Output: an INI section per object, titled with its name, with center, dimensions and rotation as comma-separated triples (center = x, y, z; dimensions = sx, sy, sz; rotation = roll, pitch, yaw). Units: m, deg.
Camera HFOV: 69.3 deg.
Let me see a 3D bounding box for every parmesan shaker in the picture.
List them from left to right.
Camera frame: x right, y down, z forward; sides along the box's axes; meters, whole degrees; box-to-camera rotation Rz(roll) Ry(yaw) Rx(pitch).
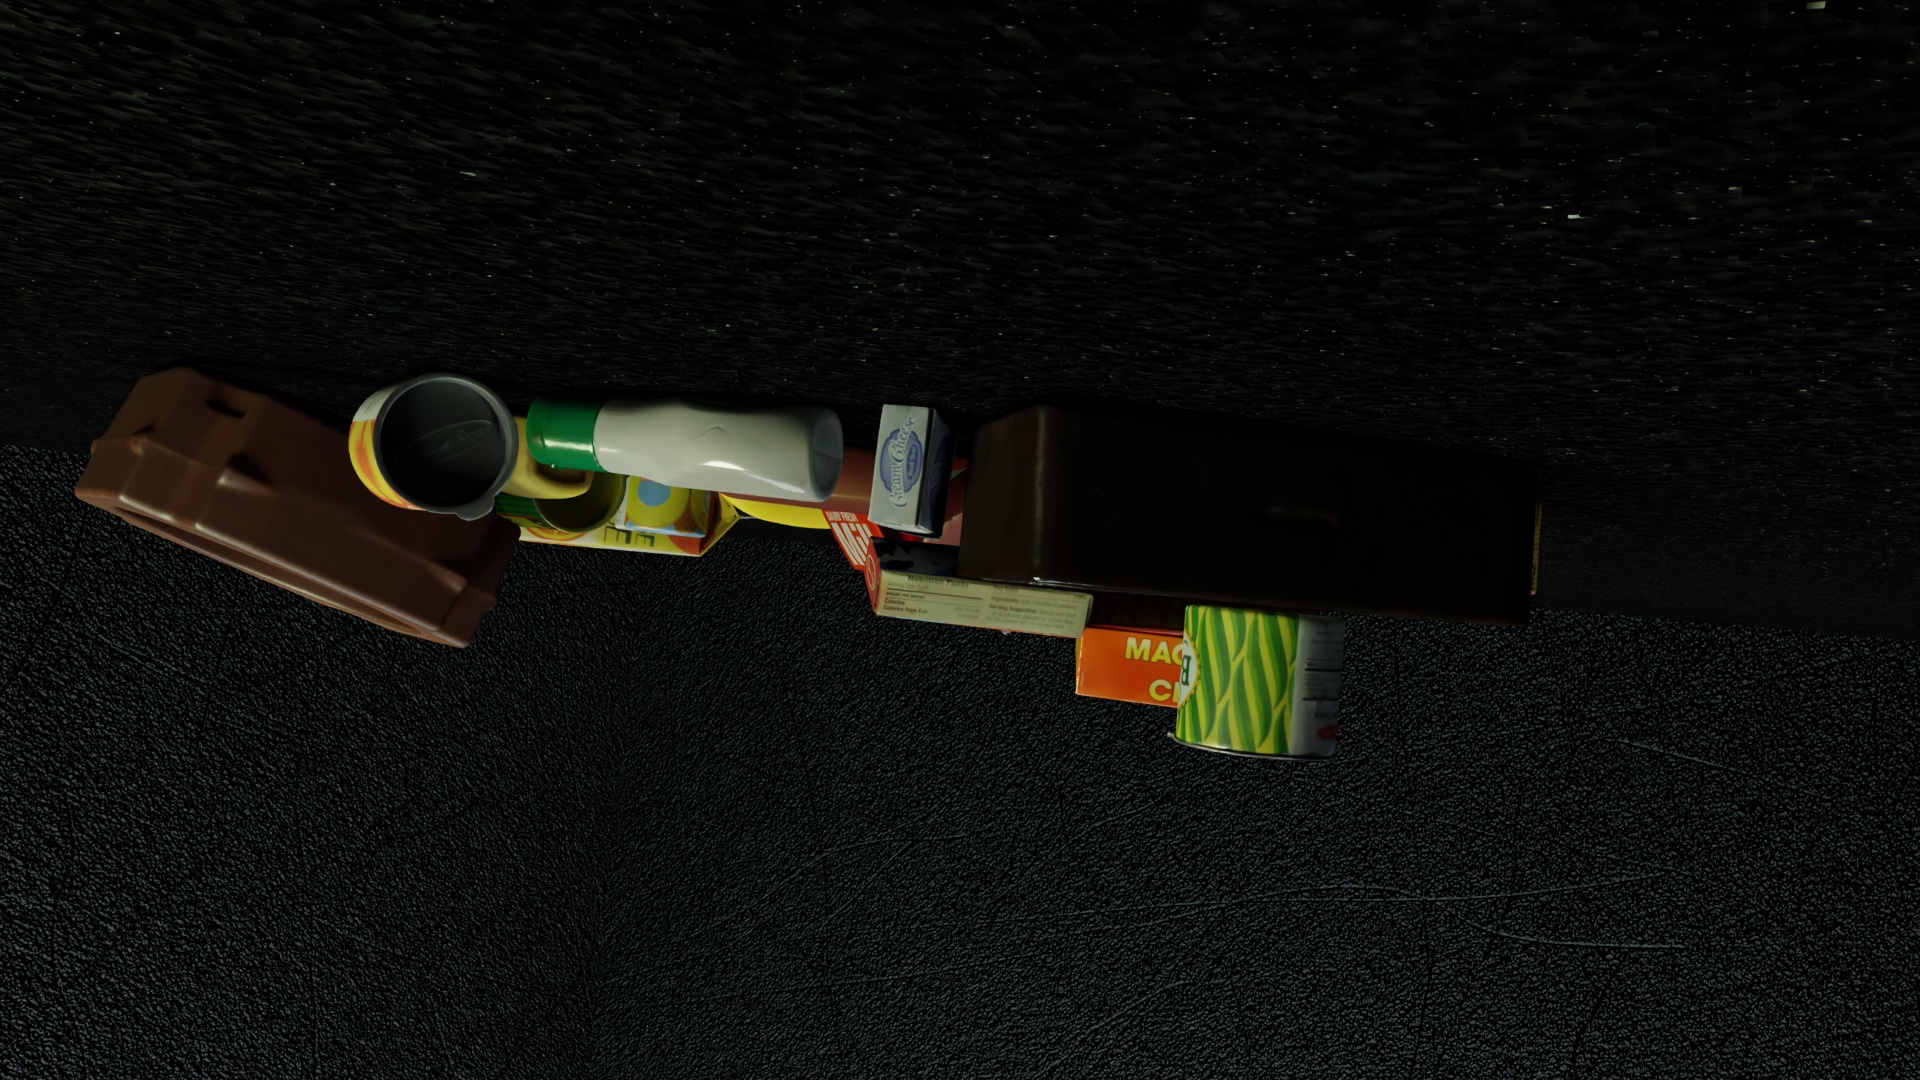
[parmesan shaker]
center = -0.271, -0.040, 0.907
dimensions = 0.071, 0.071, 0.103
rotation = 8, 177, -43

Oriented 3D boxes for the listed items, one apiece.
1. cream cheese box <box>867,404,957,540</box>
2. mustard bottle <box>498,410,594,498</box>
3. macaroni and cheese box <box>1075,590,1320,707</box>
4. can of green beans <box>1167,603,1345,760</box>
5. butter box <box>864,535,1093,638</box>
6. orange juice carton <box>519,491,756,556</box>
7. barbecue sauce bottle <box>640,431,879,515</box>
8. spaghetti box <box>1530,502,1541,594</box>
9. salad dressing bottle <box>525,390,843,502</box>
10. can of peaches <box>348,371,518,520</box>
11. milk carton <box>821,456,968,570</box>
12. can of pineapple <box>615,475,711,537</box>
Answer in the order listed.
[cream cheese box]
center = -0.021, -0.030, 0.645
dimensions = 0.024, 0.053, 0.104
rotation = 7, 178, 6
[mustard bottle]
center = -0.290, -0.053, 0.825
dimensions = 0.160, 0.049, 0.065
rotation = 6, 174, 32
[macaroni and cheese box]
center = 0.125, 0.042, 0.741
dimensions = 0.124, 0.040, 0.167
rotation = 7, -165, 4
[can of green beans]
center = 0.124, 0.058, 0.577
dimensions = 0.071, 0.058, 0.071
rotation = 5, 178, 0
[butter box]
center = 0.008, 0.022, 0.664
dimensions = 0.103, 0.024, 0.053
rotation = 7, -163, -12
[orange juice carton]
center = -0.262, -0.028, 1.098
dimensions = 0.193, 0.073, 0.072
rotation = 6, 177, -22
[barbecue sauce bottle]
center = -0.088, -0.039, 0.718
dimensions = 0.149, 0.043, 0.065
rotation = 7, -179, -12
[spaghetti box]
center = 0.172, -0.010, 0.707
dimensions = 0.250, 0.050, 0.028
rotation = 6, 176, -8
[salad dressing bottle]
center = -0.131, -0.047, 0.652
dimensions = 0.148, 0.044, 0.064
rotation = 6, 178, 16
[can of peaches]
center = -0.253, -0.044, 0.669
dimensions = 0.071, 0.071, 0.058
rotation = 8, 178, -35
[milk carton]
center = 0.003, -0.010, 0.835
dimensions = 0.191, 0.073, 0.072
rotation = 7, 177, -28
[can of pineapple]
center = -0.212, -0.034, 1.005
dimensions = 0.071, 0.058, 0.071
rotation = 6, 177, 0
